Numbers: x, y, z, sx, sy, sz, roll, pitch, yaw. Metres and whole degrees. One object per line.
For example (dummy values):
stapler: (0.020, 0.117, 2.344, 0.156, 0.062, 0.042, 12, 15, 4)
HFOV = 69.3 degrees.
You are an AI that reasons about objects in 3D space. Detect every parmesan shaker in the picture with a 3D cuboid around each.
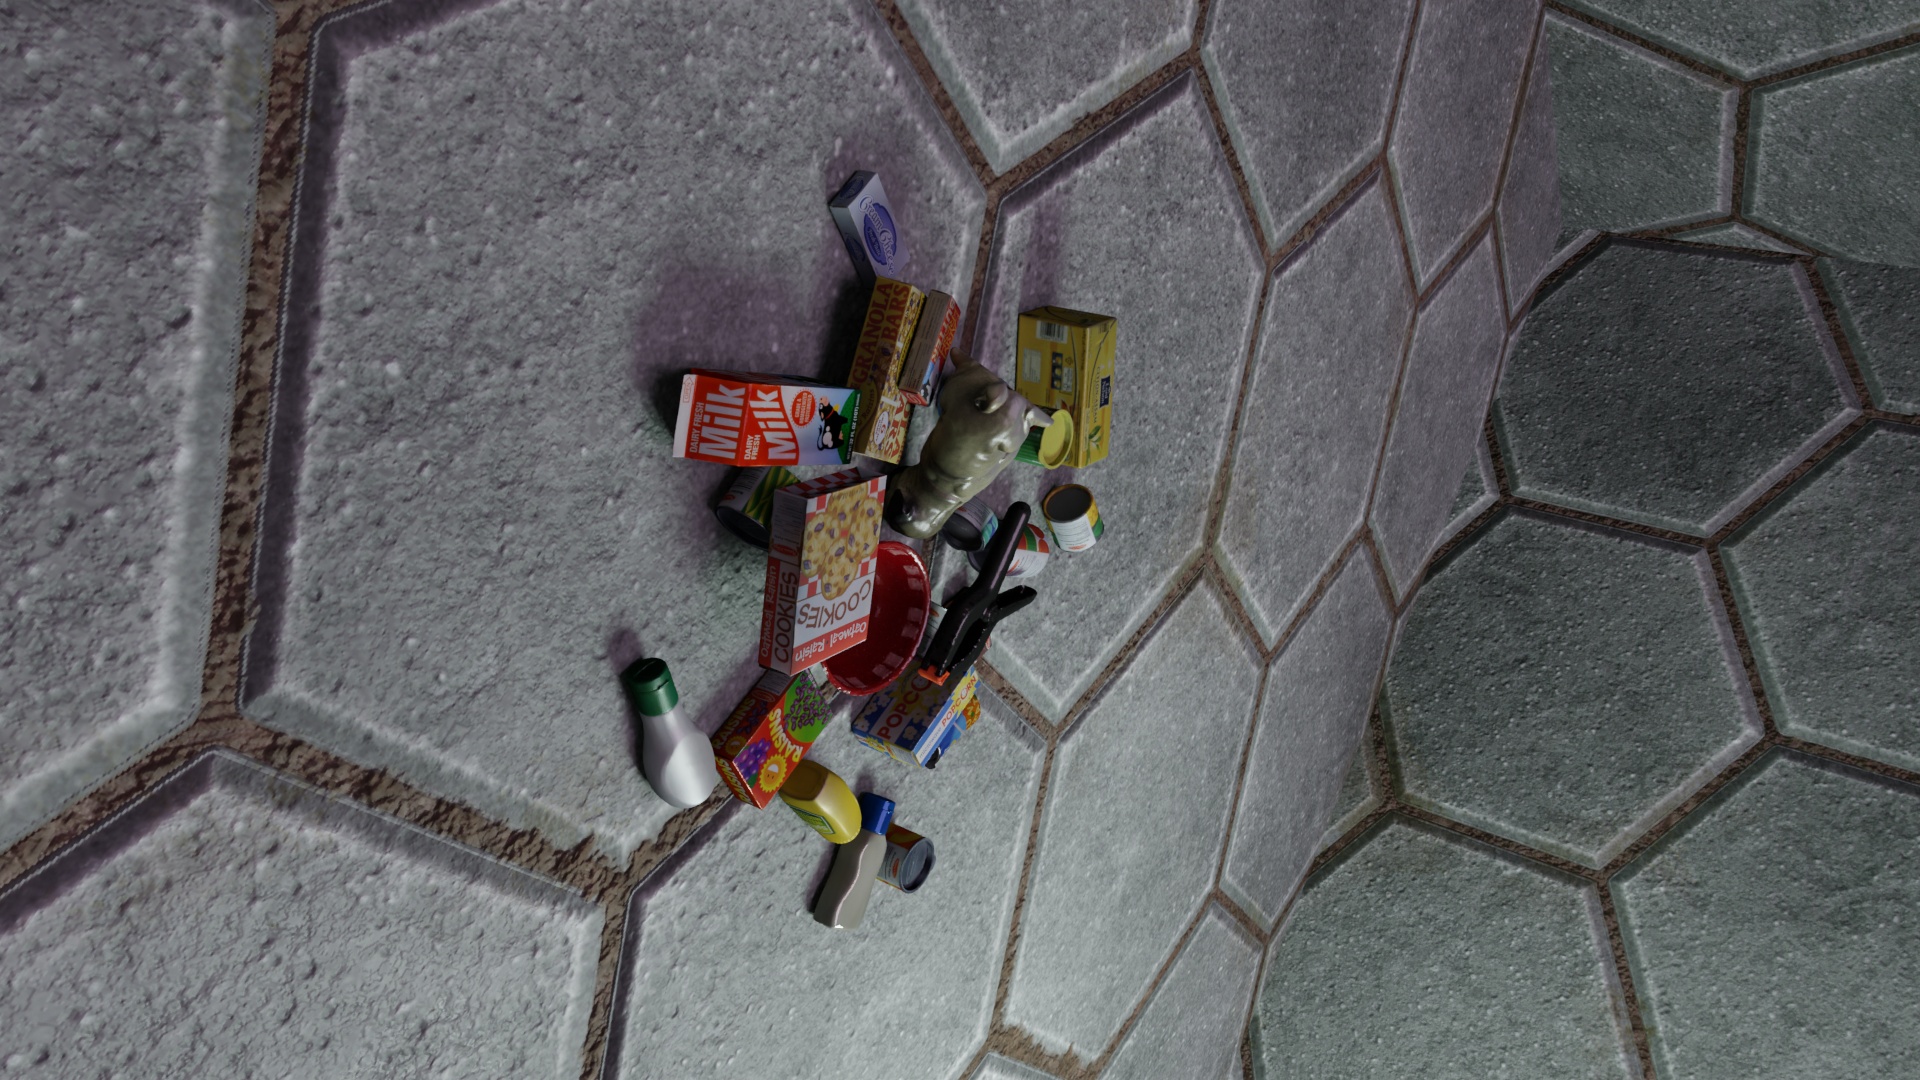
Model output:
parmesan shaker: (0.062, -0.120, 1.533, 0.071, 0.103, 0.071, -30, 127, -48)

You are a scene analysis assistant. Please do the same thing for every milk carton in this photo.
milk carton: (-0.176, -0.106, 1.205, 0.191, 0.073, 0.072, -6, 109, -55)

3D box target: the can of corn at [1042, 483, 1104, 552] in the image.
can of corn: (0.140, -0.030, 1.729, 0.071, 0.071, 0.058, -56, 143, -26)

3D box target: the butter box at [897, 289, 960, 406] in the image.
butter box: (-0.029, -0.184, 1.331, 0.053, 0.024, 0.103, 44, 63, -76)

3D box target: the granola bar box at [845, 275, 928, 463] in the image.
granola bar box: (-0.069, -0.160, 1.340, 0.124, 0.039, 0.165, 7, 99, -78)

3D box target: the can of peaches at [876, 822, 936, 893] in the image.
can of peaches: (-0.070, 0.362, 1.588, 0.071, 0.058, 0.071, -30, 127, -49)

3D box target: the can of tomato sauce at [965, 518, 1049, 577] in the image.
can of tomato sauce: (0.055, 0.008, 1.617, 0.083, 0.071, 0.071, 7, 98, -58)

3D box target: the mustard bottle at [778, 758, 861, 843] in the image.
mustard bottle: (-0.137, 0.281, 1.448, 0.049, 0.065, 0.159, -62, 150, -25)

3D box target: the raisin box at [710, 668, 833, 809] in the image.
raisin box: (-0.185, 0.186, 1.354, 0.124, 0.040, 0.085, -54, 143, -31)

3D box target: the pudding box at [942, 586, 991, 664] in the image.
pudding box: (0.008, 0.102, 1.618, 0.050, 0.030, 0.083, -43, 137, -41)

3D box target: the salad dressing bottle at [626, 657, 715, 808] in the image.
salad dressing bottle: (-0.258, 0.171, 1.232, 0.064, 0.044, 0.147, -41, 134, -38)

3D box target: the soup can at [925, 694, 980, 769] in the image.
soup can: (-0.025, 0.206, 1.578, 0.084, 0.071, 0.071, -40, 135, -41)

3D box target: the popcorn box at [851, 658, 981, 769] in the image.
popcorn box: (-0.047, 0.179, 1.516, 0.127, 0.085, 0.038, -53, 142, -29)

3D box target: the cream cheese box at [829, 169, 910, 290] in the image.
cream cheese box: (-0.084, -0.291, 1.308, 0.053, 0.024, 0.103, -57, 145, -27)

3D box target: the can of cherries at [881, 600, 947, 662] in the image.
can of cherries: (-0.050, 0.093, 1.495, 0.071, 0.071, 0.058, 44, 68, -55)

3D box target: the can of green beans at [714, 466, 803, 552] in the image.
can of green beans: (-0.177, -0.032, 1.244, 0.058, 0.071, 0.071, -59, 145, -23)

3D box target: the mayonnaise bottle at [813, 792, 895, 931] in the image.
mayonnaise bottle: (-0.113, 0.355, 1.537, 0.064, 0.041, 0.148, 32, 76, -58)

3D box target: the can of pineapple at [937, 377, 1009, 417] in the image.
can of pineapple: (0.016, -0.146, 1.489, 0.058, 0.071, 0.071, -3, 106, -56)

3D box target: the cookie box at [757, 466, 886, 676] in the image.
cookie box: (-0.125, 0.026, 1.258, 0.123, 0.040, 0.166, -22, 124, -57)

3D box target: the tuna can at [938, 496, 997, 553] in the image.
tuna can: (0.005, -0.019, 1.529, 0.033, 0.071, 0.070, -55, 143, -29)
